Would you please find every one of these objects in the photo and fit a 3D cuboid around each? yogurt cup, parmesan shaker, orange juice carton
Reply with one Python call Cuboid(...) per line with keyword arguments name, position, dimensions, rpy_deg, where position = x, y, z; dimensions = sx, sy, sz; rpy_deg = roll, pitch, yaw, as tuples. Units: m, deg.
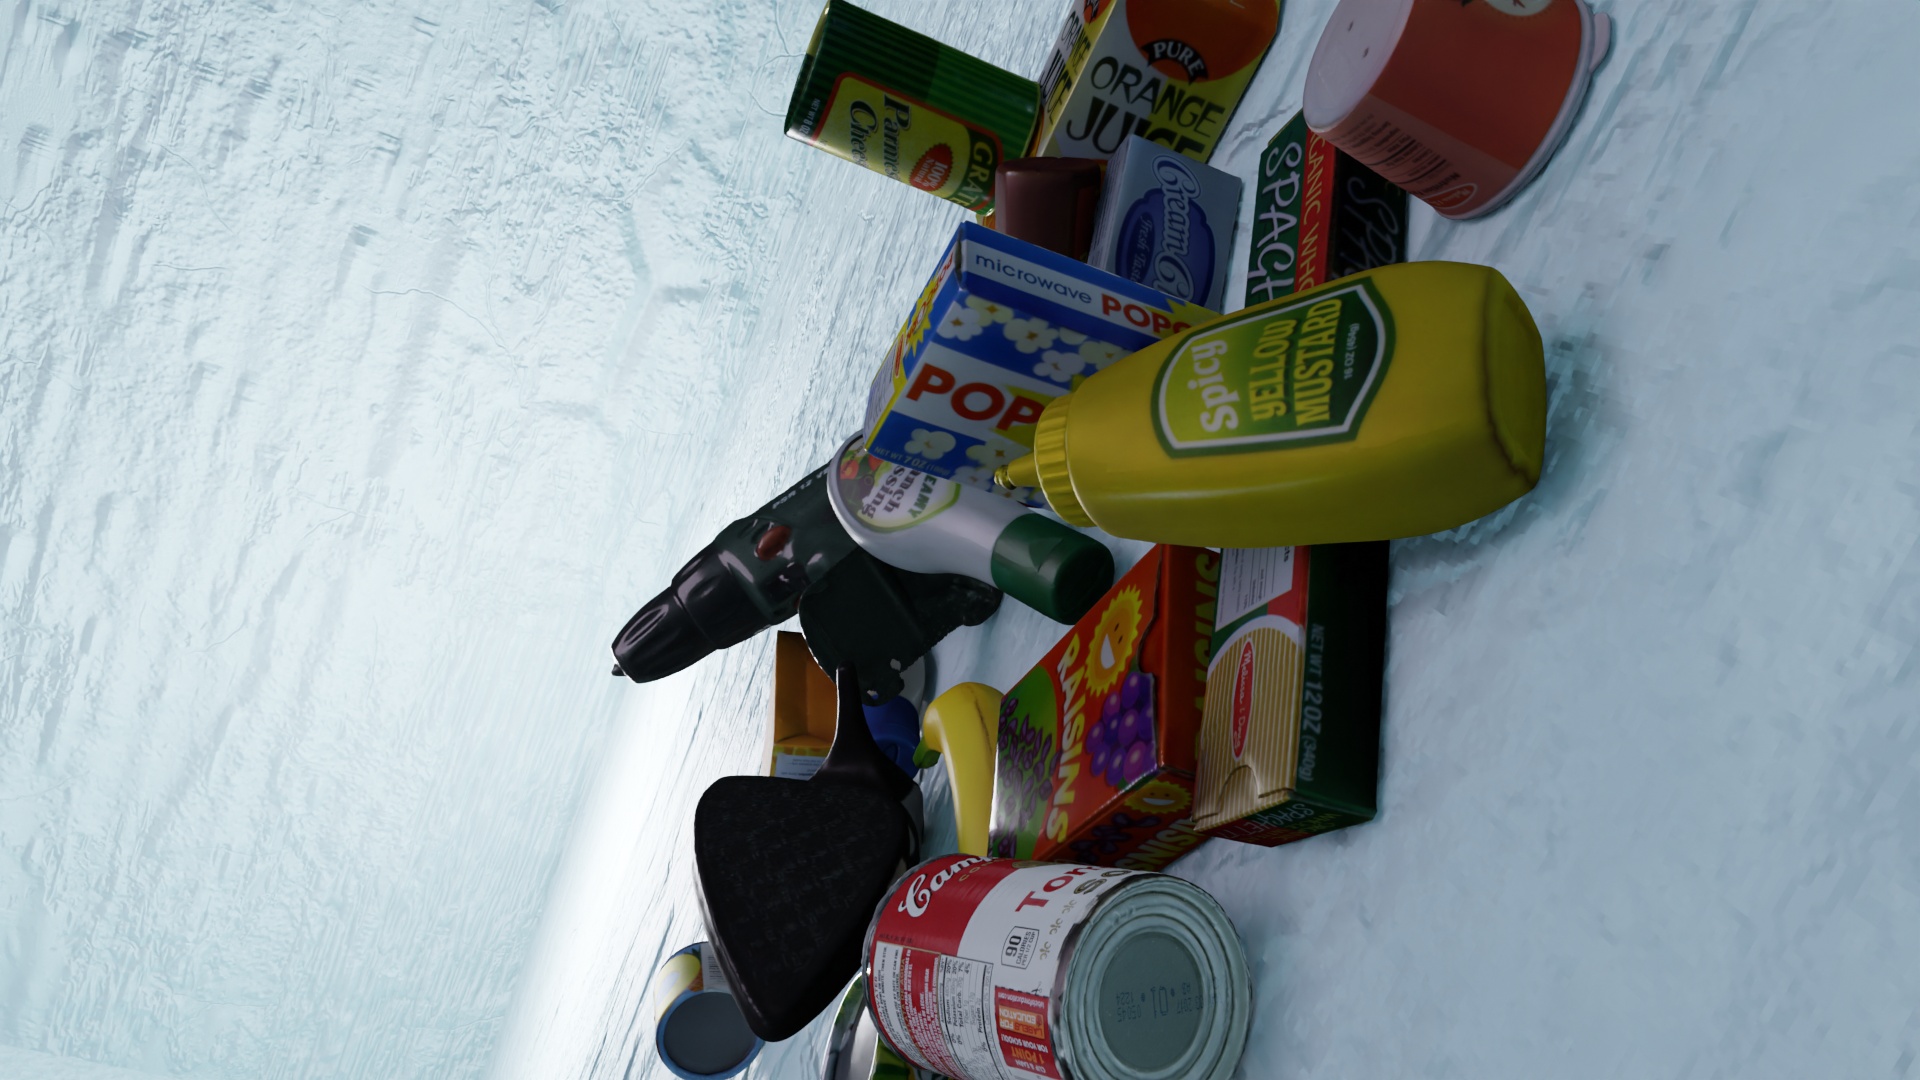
Cuboid(name="yogurt cup", position=(0.134, -0.132, 0.393), dimensions=(0.072, 0.054, 0.072), rpy_deg=(-160, 89, -75))
Cuboid(name="parmesan shaker", position=(-0.024, -0.199, 0.646), dimensions=(0.071, 0.103, 0.071), rpy_deg=(-161, 89, -74))
Cuboid(name="orange juice carton", position=(0.079, -0.204, 0.632), dimensions=(0.073, 0.072, 0.191), rpy_deg=(-96, 29, -55))

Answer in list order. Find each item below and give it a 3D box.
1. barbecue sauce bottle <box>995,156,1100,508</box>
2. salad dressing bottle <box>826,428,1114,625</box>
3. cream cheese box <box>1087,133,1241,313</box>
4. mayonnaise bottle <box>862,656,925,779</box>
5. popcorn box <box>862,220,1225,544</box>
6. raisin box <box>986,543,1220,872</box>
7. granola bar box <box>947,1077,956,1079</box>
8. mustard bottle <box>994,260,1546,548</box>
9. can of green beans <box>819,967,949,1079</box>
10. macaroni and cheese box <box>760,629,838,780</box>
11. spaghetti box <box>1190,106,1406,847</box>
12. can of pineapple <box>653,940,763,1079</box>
Cuboid(name="barbecue sauce bottle", position=(0.037, -0.089, 0.605), dimensions=(0.065, 0.044, 0.148), rpy_deg=(-58, -30, -67))
Cuboid(name="salad dressing bottle", position=(0.002, -0.008, 0.601), dimensions=(0.148, 0.044, 0.064), rpy_deg=(27, 74, 43))
Cuboid(name="cream cheese box", position=(0.078, -0.108, 0.557), dimensions=(0.024, 0.053, 0.104), rpy_deg=(141, 145, -65))
Cuboid(name="mayonnaise bottle", position=(-0.043, 0.077, 0.773), dimensions=(0.149, 0.041, 0.064), rpy_deg=(-98, 27, -60))
Cuboid(name="popcorn box", position=(0.040, -0.051, 0.485), dimensions=(0.084, 0.127, 0.038), rpy_deg=(124, 155, -45))
Cuboid(name="raisin box", position=(0.052, 0.067, 0.467), dimensions=(0.122, 0.040, 0.086), rpy_deg=(129, 156, -49))
Cuboid(name="granola bar box", position=(-0.016, 0.234, 0.391), dimensions=(0.165, 0.039, 0.124), rpy_deg=(-16, -50, -83))
Cuboid(name="mustard bottle", position=(0.070, -0.028, 0.375), dimensions=(0.160, 0.048, 0.065), rpy_deg=(-10, 55, 37))
Cuboid(name="can of green beans", position=(-0.014, 0.195, 0.507), dimensions=(0.071, 0.058, 0.071), rpy_deg=(-160, 89, -74))
Cuboid(name="macaroni and cheese box", position=(-0.096, 0.154, 0.795), dimensions=(0.124, 0.040, 0.165), rpy_deg=(-103, 21, -65))
Cuboid(name="spaghetti box", position=(0.106, -0.034, 0.421), dimensions=(0.050, 0.029, 0.251), rpy_deg=(137, 148, -59))
Cuboid(name="can of pineapple", position=(-0.157, 0.293, 0.860), dimensions=(0.058, 0.071, 0.071), rpy_deg=(-141, 71, -73))
